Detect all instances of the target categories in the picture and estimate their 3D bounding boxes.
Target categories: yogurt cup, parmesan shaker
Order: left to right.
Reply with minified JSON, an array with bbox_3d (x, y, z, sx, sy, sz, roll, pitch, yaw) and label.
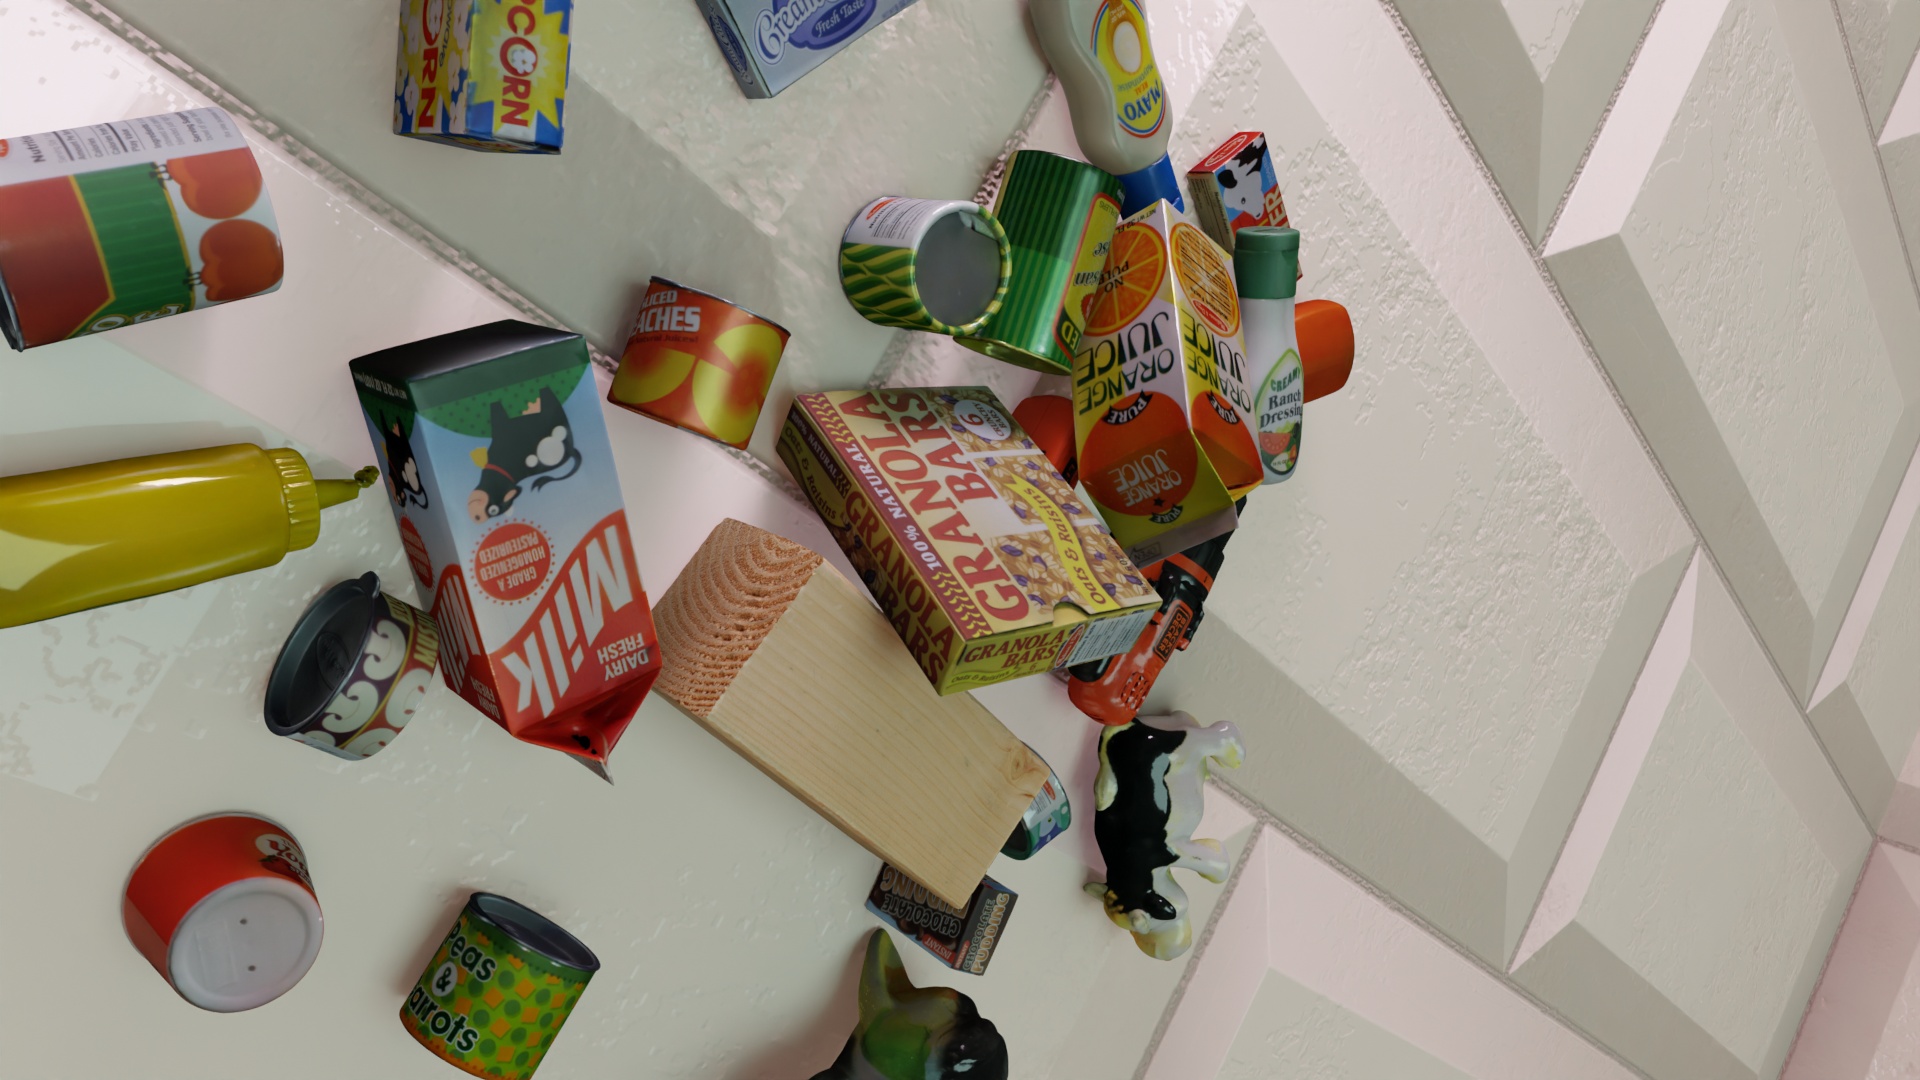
[{"bbox_3d":[-0.285,0.147,0.543,0.072,0.054,0.072,-12,109,-37],"label":"yogurt cup"},{"bbox_3d":[0.042,-0.146,0.731,0.071,0.071,0.103,16,92,-42],"label":"parmesan shaker"}]

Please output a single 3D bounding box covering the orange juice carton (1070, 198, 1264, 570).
[{"bbox_3d":[0.109,-0.079,0.746,0.073,0.071,0.193,26,51,-41],"label":"orange juice carton"}]

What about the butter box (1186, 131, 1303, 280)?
[{"bbox_3d":[0.178,-0.196,0.866,0.053,0.024,0.103,-42,125,-24],"label":"butter box"}]

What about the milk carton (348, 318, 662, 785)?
[{"bbox_3d":[-0.182,0.010,0.581,0.074,0.072,0.189,-24,117,-34],"label":"milk carton"}]

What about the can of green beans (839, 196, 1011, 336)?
[{"bbox_3d":[-0.017,-0.137,0.692,0.071,0.058,0.071,-13,110,-38],"label":"can of green beans"}]

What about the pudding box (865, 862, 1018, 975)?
[{"bbox_3d":[-0.011,0.201,0.774,0.030,0.084,0.049,28,84,-39],"label":"pudding box"}]

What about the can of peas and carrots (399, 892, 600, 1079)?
[{"bbox_3d":[-0.206,0.198,0.616,0.071,0.071,0.059,39,77,-40],"label":"can of peas and carrots"}]

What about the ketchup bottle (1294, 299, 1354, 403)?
[{"bbox_3d":[0.191,-0.110,0.887,0.149,0.043,0.064,-21,116,-35],"label":"ketchup bottle"}]

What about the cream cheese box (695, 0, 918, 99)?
[{"bbox_3d":[-0.068,-0.251,0.639,0.104,0.024,0.053,-42,125,-24],"label":"cream cheese box"}]

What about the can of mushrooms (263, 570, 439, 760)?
[{"bbox_3d":[-0.238,0.049,0.547,0.033,0.071,0.071,38,77,-41],"label":"can of mushrooms"}]

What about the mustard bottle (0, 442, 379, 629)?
[{"bbox_3d":[-0.285,-0.006,0.495,0.161,0.065,0.048,-16,108,-41],"label":"mustard bottle"}]

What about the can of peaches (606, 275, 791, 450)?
[{"bbox_3d":[-0.118,-0.078,0.616,0.071,0.071,0.058,21,89,-42],"label":"can of peaches"}]

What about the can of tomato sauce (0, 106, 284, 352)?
[{"bbox_3d":[-0.283,-0.104,0.467,0.083,0.071,0.071,-24,117,-34],"label":"can of tomato sauce"}]

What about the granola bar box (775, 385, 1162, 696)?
[{"bbox_3d":[0.002,-0.008,0.675,0.124,0.166,0.038,-8,139,-39],"label":"granola bar box"}]

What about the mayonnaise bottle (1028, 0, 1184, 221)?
[{"bbox_3d":[0.086,-0.243,0.762,0.065,0.041,0.147,-42,125,-26],"label":"mayonnaise bottle"}]

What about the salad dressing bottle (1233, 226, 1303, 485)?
[{"bbox_3d":[0.177,-0.108,0.817,0.064,0.044,0.147,-17,114,-39],"label":"salad dressing bottle"}]

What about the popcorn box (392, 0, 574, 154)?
[{"bbox_3d":[-0.176,-0.211,0.516,0.038,0.085,0.126,-1,103,-39],"label":"popcorn box"}]

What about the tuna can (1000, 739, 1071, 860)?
[{"bbox_3d":[0.029,0.151,0.808,0.033,0.071,0.070,-31,121,-29],"label":"tuna can"}]
